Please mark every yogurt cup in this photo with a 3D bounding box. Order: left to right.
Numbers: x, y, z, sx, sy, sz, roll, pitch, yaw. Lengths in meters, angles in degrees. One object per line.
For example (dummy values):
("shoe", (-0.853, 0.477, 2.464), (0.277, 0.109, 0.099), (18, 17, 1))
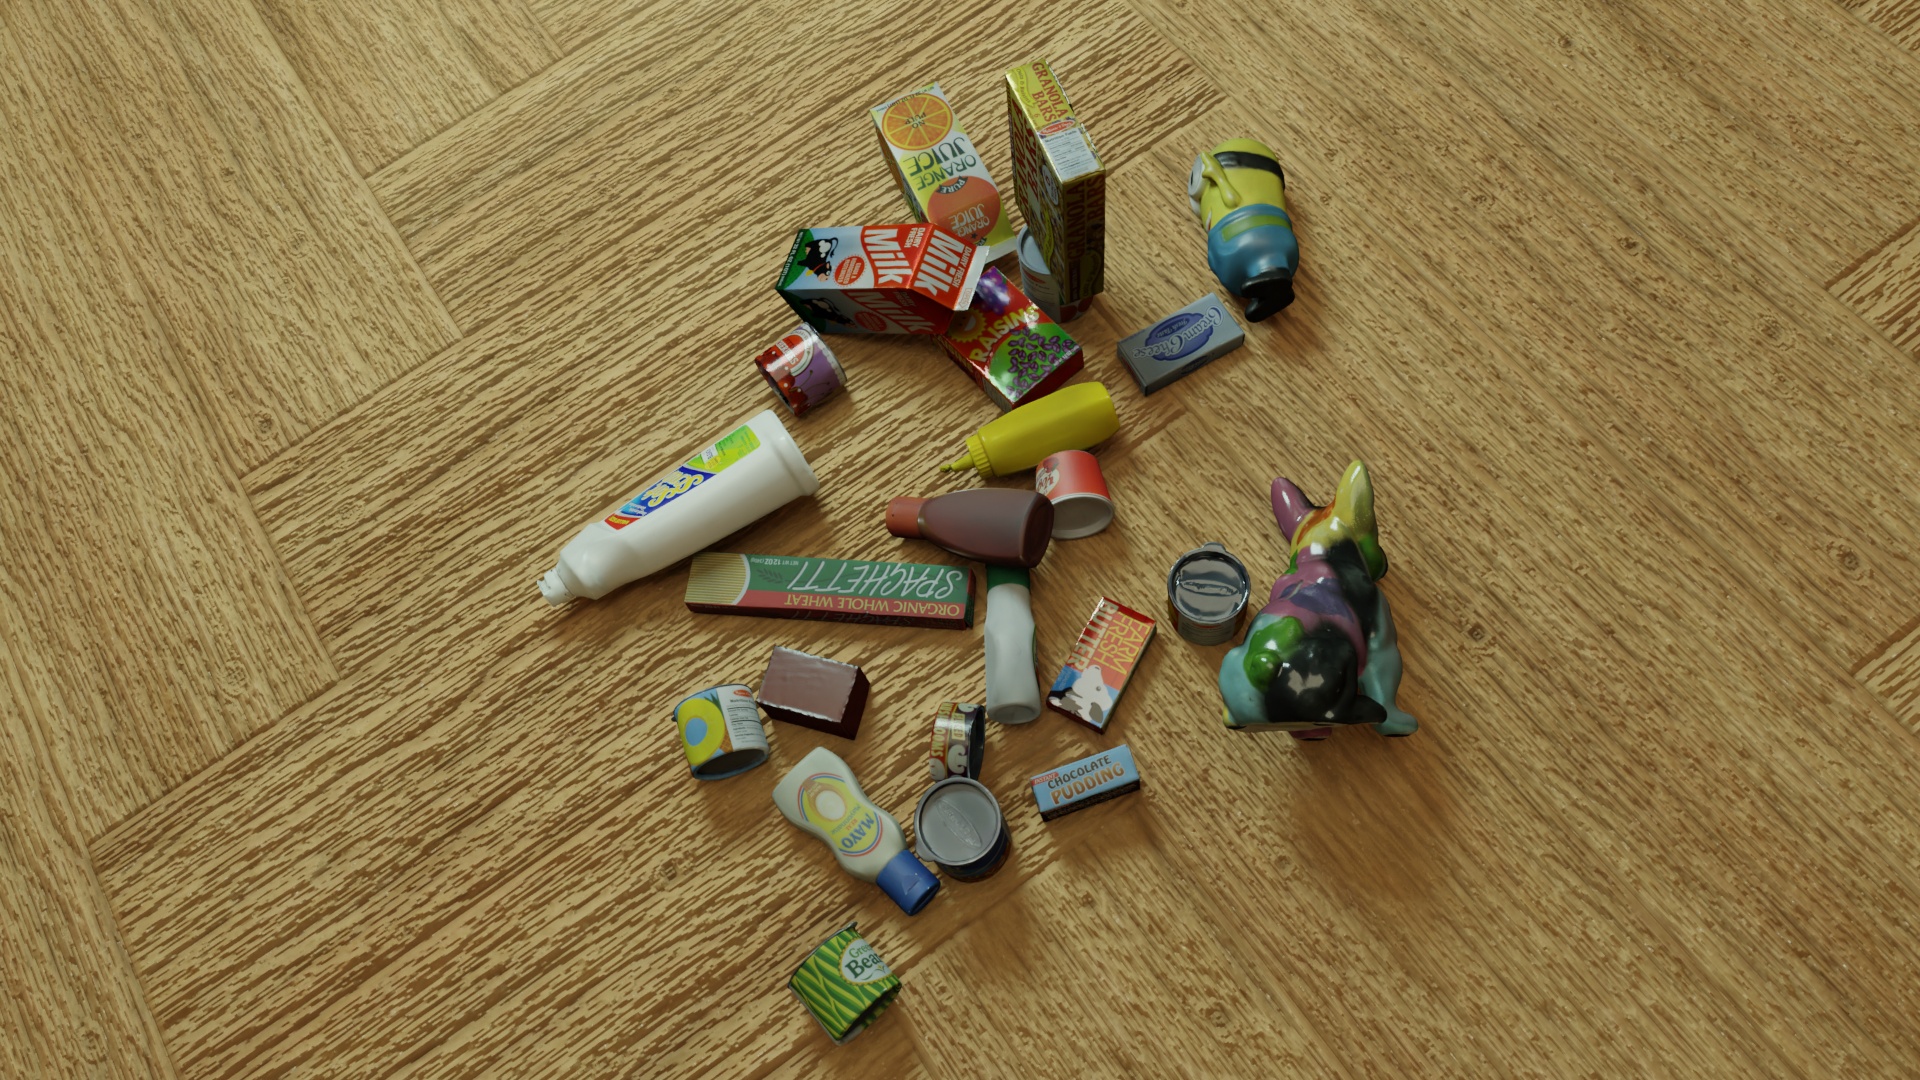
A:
("yogurt cup", (0.095, -0.040, 1.185), (0.072, 0.072, 0.054), (-9, 58, 4))

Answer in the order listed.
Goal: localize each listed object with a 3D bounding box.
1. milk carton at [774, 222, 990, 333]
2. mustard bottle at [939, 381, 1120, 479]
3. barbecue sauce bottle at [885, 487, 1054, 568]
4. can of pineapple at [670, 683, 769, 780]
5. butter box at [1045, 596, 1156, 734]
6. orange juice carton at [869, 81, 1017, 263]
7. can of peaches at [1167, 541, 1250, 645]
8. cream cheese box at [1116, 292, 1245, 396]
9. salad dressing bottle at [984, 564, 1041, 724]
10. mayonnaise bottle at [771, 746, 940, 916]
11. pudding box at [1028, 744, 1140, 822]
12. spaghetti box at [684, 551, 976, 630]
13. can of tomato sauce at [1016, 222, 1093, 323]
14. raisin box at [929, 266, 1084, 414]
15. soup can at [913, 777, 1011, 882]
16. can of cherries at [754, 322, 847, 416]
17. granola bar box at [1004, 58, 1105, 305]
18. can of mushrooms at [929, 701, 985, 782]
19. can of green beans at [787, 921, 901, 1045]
("milk carton", (-0.065, -0.235, 1.254), (0.190, 0.073, 0.072), (5, 65, 31))
("mustard bottle", (0.057, -0.089, 1.213), (0.160, 0.048, 0.065), (-22, 23, 2))
("barbecue sauce bottle", (0.004, -0.015, 1.169), (0.148, 0.043, 0.065), (6, 72, 36))
("can of pineapple", (-0.196, 0.158, 1.136), (0.071, 0.070, 0.058), (-21, 66, -2))
("butter box", (0.116, 0.102, 1.140), (0.053, 0.024, 0.104), (25, 72, 16))
("orange juice carton", (-0.014, -0.335, 1.322), (0.072, 0.072, 0.193), (-24, 66, -3))
("can of peaches", (0.203, 0.045, 1.136), (0.071, 0.058, 0.071), (-3, 66, 7))
("cream cheese box", (0.198, -0.177, 1.251), (0.104, 0.024, 0.053), (-28, 66, -5))
("salad dressing bottle", (0.041, 0.075, 1.144), (0.044, 0.064, 0.148), (0, 59, -2))
("mayonnaise bottle", (-0.079, 0.233, 1.100), (0.148, 0.041, 0.065), (40, 75, 21))
("pudding box", (0.098, 0.191, 1.090), (0.084, 0.049, 0.030), (-19, 67, -1))
("spaghetti box", (-0.112, 0.043, 1.194), (0.250, 0.028, 0.050), (3, 68, 9))
("can of tomato sauce", (0.089, -0.248, 1.264), (0.071, 0.082, 0.071), (-3, 67, 6))
("raisin box", (0.040, -0.180, 1.266), (0.086, 0.040, 0.123), (-40, 69, -9))
("soup can", (0.001, 0.226, 1.069), (0.071, 0.083, 0.071), (-3, 66, 7))
("can of cherries", (-0.146, -0.157, 1.263), (0.058, 0.071, 0.071), (-37, 67, -8))
("granola bar box", (0.080, -0.293, 1.148), (0.039, 0.165, 0.124), (-21, 66, -4))
("can of mushrooms", (-0.002, 0.161, 1.105), (0.033, 0.071, 0.071), (6, 68, 12))
("can of green beans", (-0.086, 0.334, 1.043), (0.071, 0.071, 0.058), (-42, 69, -11))
